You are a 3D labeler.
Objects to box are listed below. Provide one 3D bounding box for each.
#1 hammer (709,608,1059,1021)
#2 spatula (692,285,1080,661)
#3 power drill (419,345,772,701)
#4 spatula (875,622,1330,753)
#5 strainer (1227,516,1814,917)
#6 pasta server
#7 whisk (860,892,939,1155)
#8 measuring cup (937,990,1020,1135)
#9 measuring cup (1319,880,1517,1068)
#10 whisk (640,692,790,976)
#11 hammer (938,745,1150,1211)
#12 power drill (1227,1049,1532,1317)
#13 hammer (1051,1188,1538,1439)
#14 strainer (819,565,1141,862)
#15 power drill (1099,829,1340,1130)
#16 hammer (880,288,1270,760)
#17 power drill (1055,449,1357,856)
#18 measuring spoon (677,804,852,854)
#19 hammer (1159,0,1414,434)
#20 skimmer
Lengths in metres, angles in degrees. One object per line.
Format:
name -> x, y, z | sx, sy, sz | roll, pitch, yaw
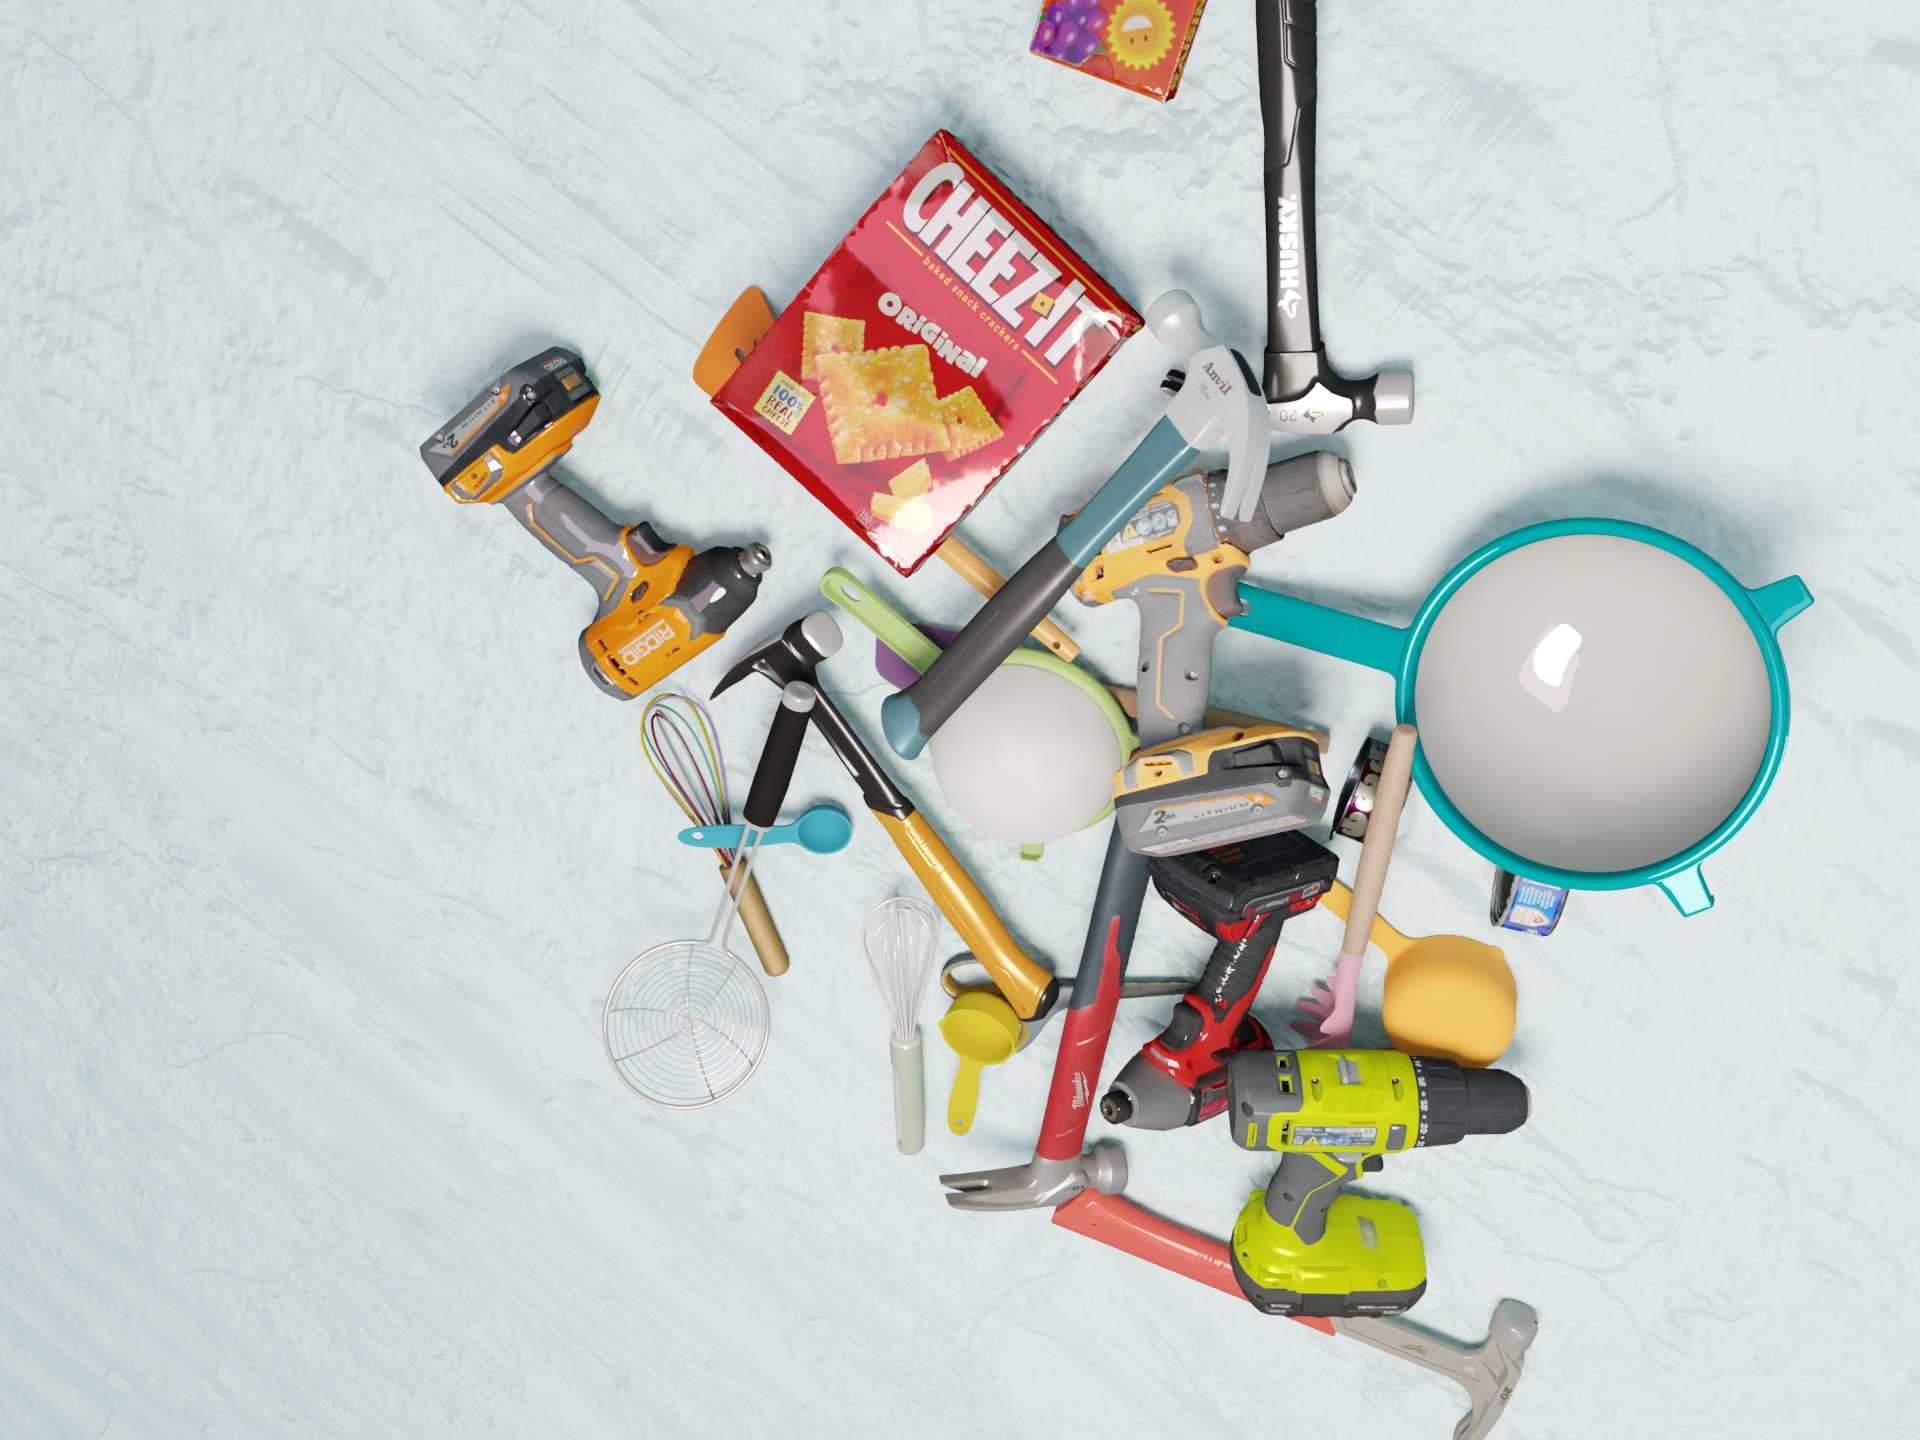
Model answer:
hammer -> -0.042, 0.080, 1.131 | 0.127, 0.034, 0.336 | -26, 104, 45
spatula -> -0.045, -0.150, 1.044 | 0.322, 0.041, 0.081 | 41, 118, -2
power drill -> -0.243, -0.140, 1.097 | 0.164, 0.084, 0.226 | -30, 105, 26
spatula -> 0.090, -0.015, 1.073 | 0.316, 0.018, 0.059 | 12, 120, 15
strainer -> 0.319, -0.032, 0.958 | 0.341, 0.095, 0.211 | 20, 109, 32
pasta server -> 0.248, 0.126, 1.017 | 0.040, 0.060, 0.316 | 10, 130, 11
whisk -> -0.043, 0.236, 1.215 | 0.059, 0.058, 0.246 | -7, 118, -11
measuring cup -> 0.010, 0.261, 1.208 | 0.062, 0.029, 0.156 | 19, 132, 10
measuring cup -> 0.295, 0.168, 1.064 | 0.173, 0.052, 0.095 | 39, 119, -4
whisk -> -0.184, 0.091, 1.199 | 0.051, 0.047, 0.244 | -12, 112, 22
hammer -> 0.081, 0.191, 1.108 | 0.143, 0.038, 0.386 | -1, 120, -19
power drill -> 0.275, 0.310, 1.085 | 0.190, 0.080, 0.228 | 0, 128, 3
hammer -> 0.240, 0.443, 1.216 | 0.359, 0.037, 0.149 | 19, 118, 9
strainer -> -0.002, -0.003, 1.063 | 0.256, 0.069, 0.151 | 41, 128, -8
power drill -> 0.165, 0.176, 1.063 | 0.079, 0.143, 0.219 | 35, 125, 43
hammer -> 0.057, -0.094, 0.961 | 0.331, 0.033, 0.128 | -46, 63, 29
power drill -> 0.162, -0.046, 0.957 | 0.185, 0.084, 0.226 | -16, 74, 26
measuring spoon -> -0.144, 0.079, 1.174 | 0.128, 0.021, 0.042 | -2, 125, 0
hammer -> 0.176, -0.321, 0.879 | 0.146, 0.035, 0.334 | 2, 120, 18
skimmer -> -0.168, 0.133, 1.141 | 0.127, 0.090, 0.363 | 22, 125, -1
